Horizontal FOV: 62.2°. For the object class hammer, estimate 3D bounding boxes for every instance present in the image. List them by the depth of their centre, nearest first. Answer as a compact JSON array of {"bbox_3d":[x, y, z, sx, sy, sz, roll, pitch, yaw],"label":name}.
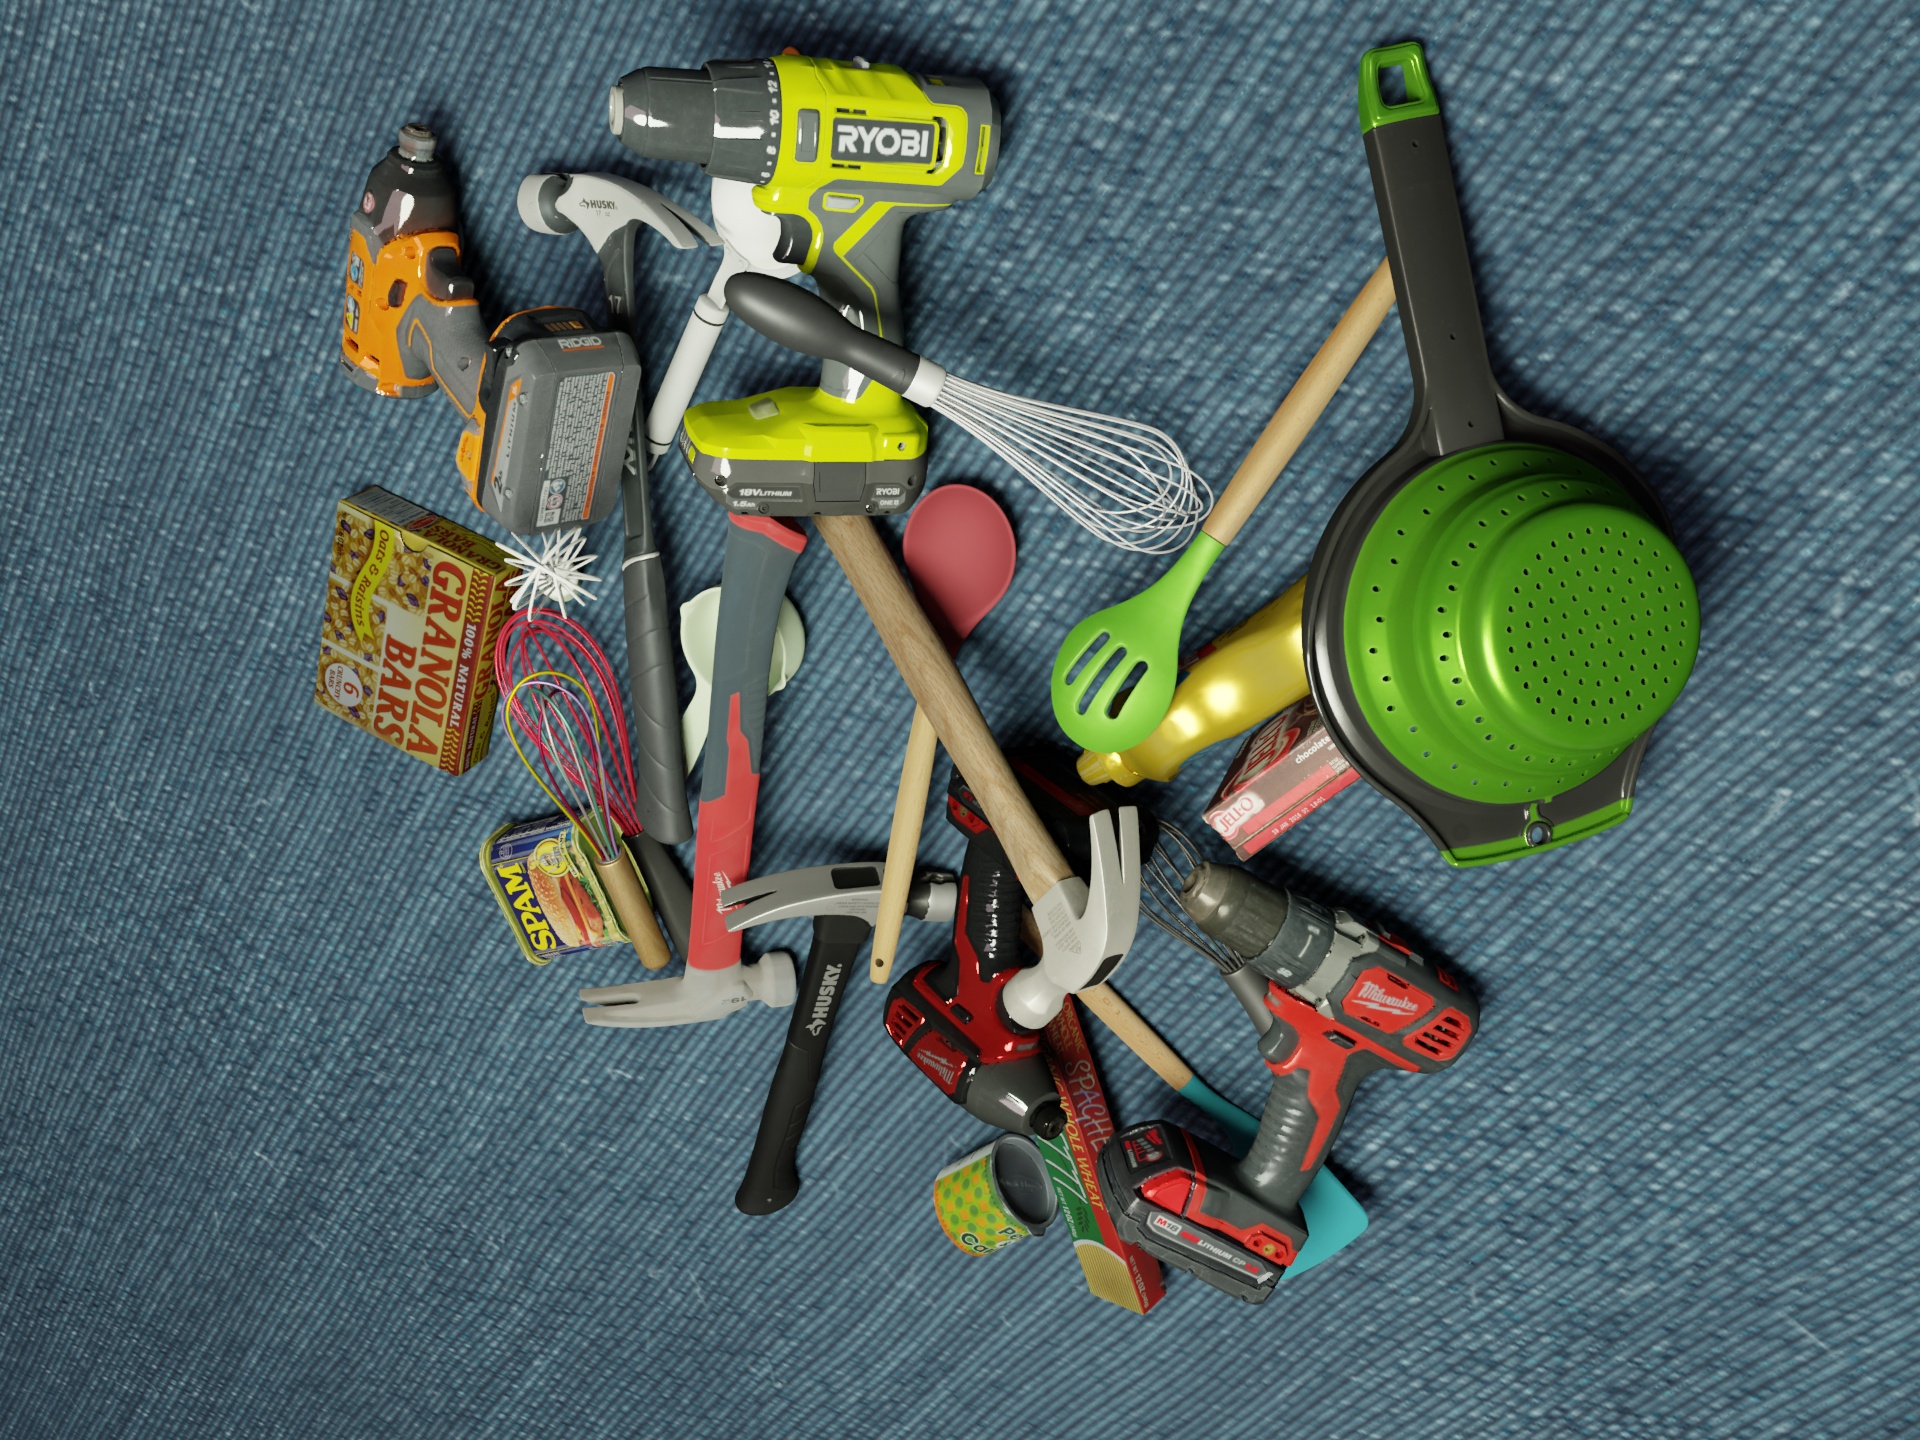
[{"bbox_3d":[-0.001,-0.003,0.880,0.130,0.031,0.332,-50,60,41],"label":"hammer"},{"bbox_3d":[-0.189,-0.114,0.957,0.149,0.036,0.408,18,119,39],"label":"hammer"},{"bbox_3d":[-0.156,0.039,0.976,0.143,0.038,0.386,-4,126,-20],"label":"hammer"},{"bbox_3d":[-0.113,0.227,1.086,0.146,0.035,0.334,3,127,-20],"label":"hammer"}]

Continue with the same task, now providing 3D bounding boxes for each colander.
[{"bbox_3d":[0.254,-0.123,0.737,0.204,0.094,0.397,-15,96,-9],"label":"colander"}]

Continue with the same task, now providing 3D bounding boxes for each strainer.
[{"bbox_3d":[-0.140,-0.241,0.909,0.087,0.050,0.258,46,128,16],"label":"strainer"}]

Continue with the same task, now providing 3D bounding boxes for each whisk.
[{"bbox_3d":[0.010,-0.162,0.820,0.284,0.070,0.070,23,123,-20],"label":"whisk"},{"bbox_3d":[-0.237,-0.084,0.928,0.059,0.246,0.058,29,87,-12],"label":"whisk"},{"bbox_3d":[0.165,0.150,0.962,0.055,0.055,0.239,-29,104,30],"label":"whisk"},{"bbox_3d":[-0.228,0.069,1.020,0.051,0.047,0.244,13,134,33],"label":"whisk"},{"bbox_3d":[-0.226,0.057,1.070,0.073,0.073,0.295,-14,112,26],"label":"whisk"}]

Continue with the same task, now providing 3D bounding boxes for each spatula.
[{"bbox_3d":[0.123,0.216,1.009,0.317,0.044,0.082,44,121,0],"label":"spatula"}]

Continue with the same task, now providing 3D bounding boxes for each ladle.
[{"bbox_3d":[-0.022,0.013,0.954,0.069,0.031,0.315,15,105,15],"label":"ladle"}]

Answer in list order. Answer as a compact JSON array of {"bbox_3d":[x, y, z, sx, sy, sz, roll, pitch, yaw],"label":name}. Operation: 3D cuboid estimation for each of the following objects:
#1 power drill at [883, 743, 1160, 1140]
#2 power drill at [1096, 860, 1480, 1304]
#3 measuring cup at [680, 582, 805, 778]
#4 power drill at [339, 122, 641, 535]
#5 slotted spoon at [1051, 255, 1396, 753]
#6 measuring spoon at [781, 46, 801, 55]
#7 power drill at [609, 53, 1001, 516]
[{"bbox_3d":[0.032,0.136,0.946,0.143,0.078,0.219,36,120,41],"label":"power drill"},{"bbox_3d":[0.166,0.202,0.920,0.187,0.080,0.226,30,101,-11],"label":"power drill"},{"bbox_3d":[-0.152,-0.021,1.019,0.083,0.038,0.167,37,126,8],"label":"measuring cup"},{"bbox_3d":[-0.280,-0.228,0.915,0.227,0.084,0.164,42,130,28],"label":"power drill"},{"bbox_3d":[0.142,-0.116,0.812,0.070,0.031,0.313,39,103,23],"label":"slotted spoon"},{"bbox_3d":[-0.087,-0.309,0.878,0.021,0.011,0.116,2,113,21],"label":"measuring spoon"},{"bbox_3d":[-0.087,-0.227,0.831,0.190,0.080,0.228,-3,121,-20],"label":"power drill"}]
